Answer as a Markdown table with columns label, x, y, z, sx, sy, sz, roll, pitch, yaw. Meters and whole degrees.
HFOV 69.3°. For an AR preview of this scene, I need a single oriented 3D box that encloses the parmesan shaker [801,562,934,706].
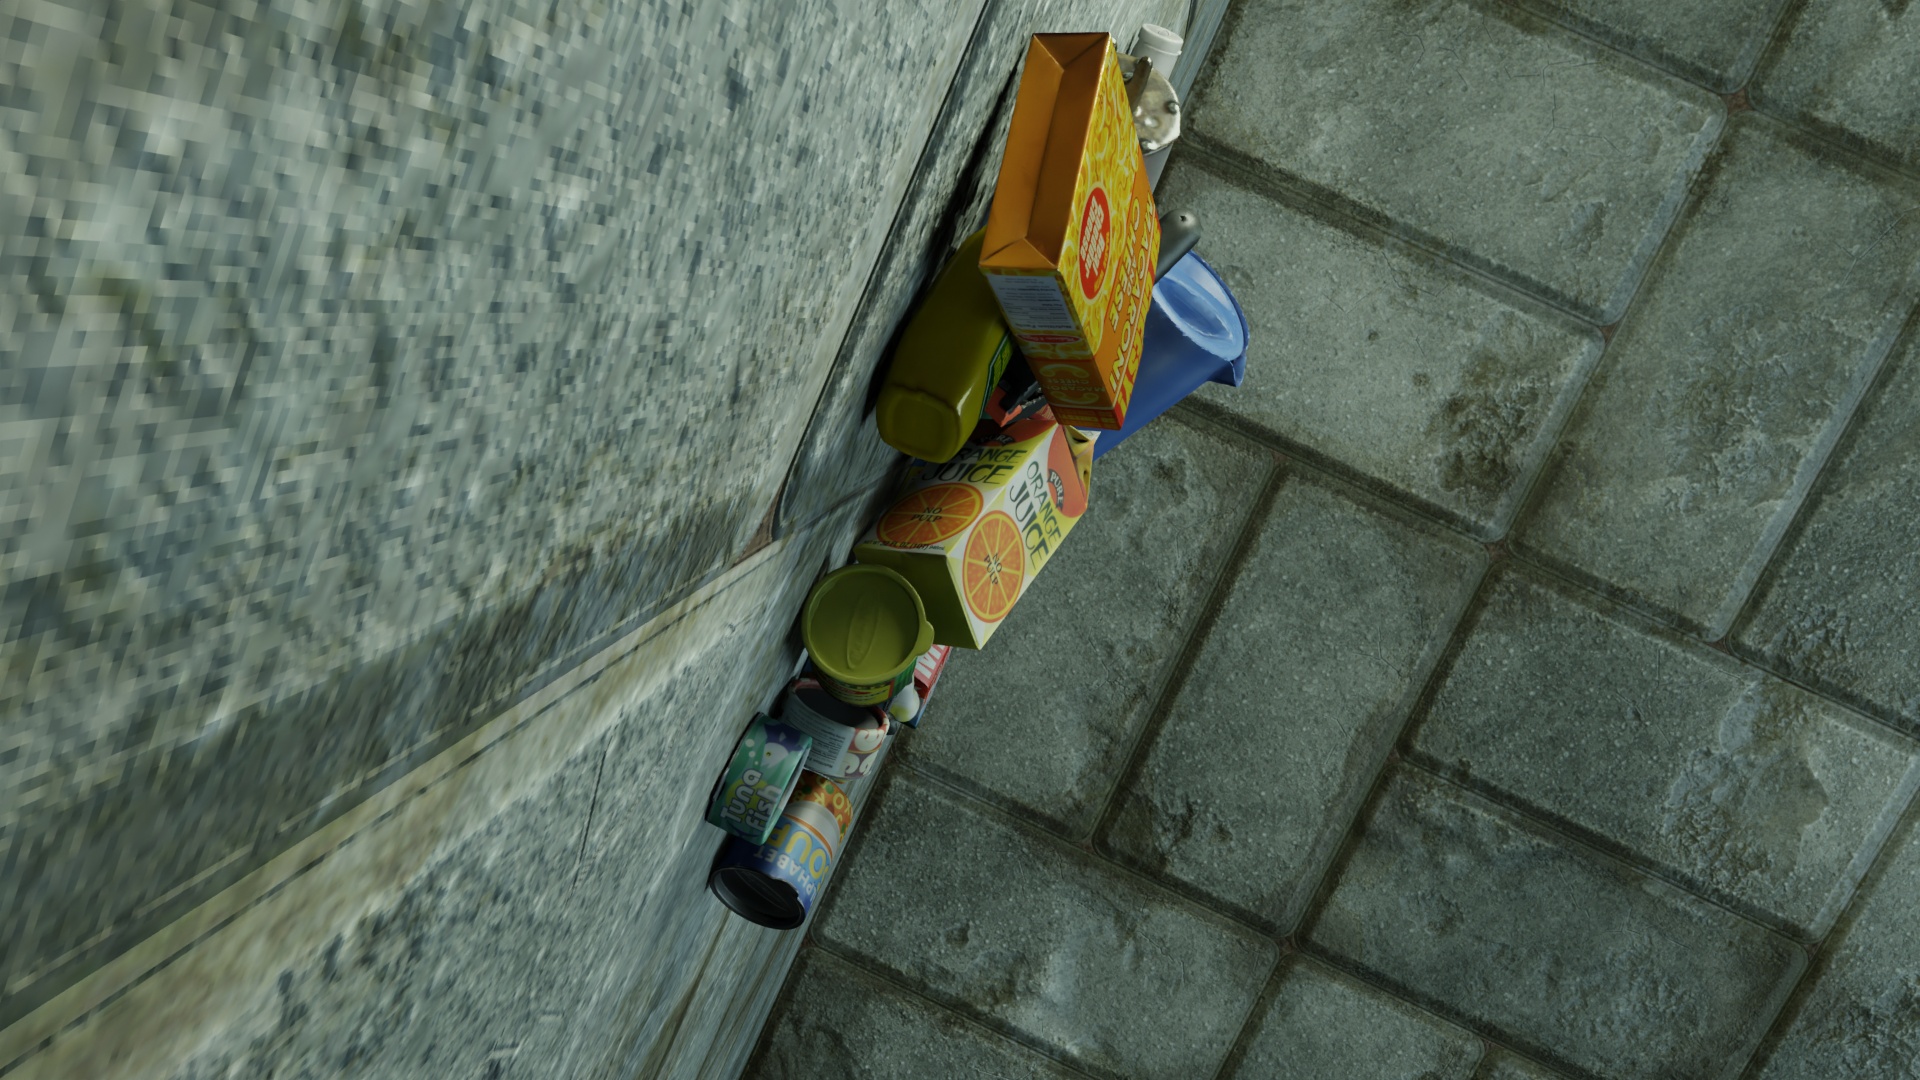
| label | x | y | z | sx | sy | sz | roll | pitch | yaw |
| --- | --- | --- | --- | --- | --- | --- | --- | --- | --- |
| parmesan shaker | -0.052 | 0.057 | 0.788 | 0.103 | 0.071 | 0.071 | 104 | 11 | -75 |

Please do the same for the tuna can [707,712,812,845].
| label | x | y | z | sx | sy | sz | roll | pitch | yaw |
| --- | --- | --- | --- | --- | --- | --- | --- | --- | --- |
| tuna can | -0.109 | 0.131 | 0.758 | 0.071 | 0.033 | 0.071 | 15 | 99 | -88 |

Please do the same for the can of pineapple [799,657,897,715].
| label | x | y | z | sx | sy | sz | roll | pitch | yaw |
| --- | --- | --- | --- | --- | --- | --- | --- | --- | --- |
| can of pineapple | -0.068 | 0.087 | 0.897 | 0.071 | 0.058 | 0.071 | 18 | 97 | -87 |

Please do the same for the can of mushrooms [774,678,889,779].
| label | x | y | z | sx | sy | sz | roll | pitch | yaw |
| --- | --- | --- | --- | --- | --- | --- | --- | --- | --- |
| can of mushrooms | -0.078 | 0.112 | 0.835 | 0.071 | 0.071 | 0.033 | -53 | 166 | -77 |

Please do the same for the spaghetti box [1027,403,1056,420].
| label | x | y | z | sx | sy | sz | roll | pitch | yaw |
| --- | --- | --- | --- | --- | --- | --- | --- | --- | --- |
| spaghetti box | 0.038 | -0.109 | 0.884 | 0.050 | 0.029 | 0.250 | -54 | 166 | 7 |

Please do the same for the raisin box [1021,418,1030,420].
| label | x | y | z | sx | sy | sz | roll | pitch | yaw |
| --- | --- | --- | --- | --- | --- | --- | --- | --- | --- |
| raisin box | 0.065 | -0.149 | 1.144 | 0.085 | 0.040 | 0.124 | 109 | -13 | -69 |

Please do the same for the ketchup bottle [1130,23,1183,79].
| label | x | y | z | sx | sy | sz | roll | pitch | yaw |
| --- | --- | --- | --- | --- | --- | --- | --- | --- | --- |
| ketchup bottle | 0.139 | -0.350 | 1.154 | 0.065 | 0.043 | 0.148 | -62 | 176 | -59 |

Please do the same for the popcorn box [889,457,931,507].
| label | x | y | z | sx | sy | sz | roll | pitch | yaw |
| --- | --- | --- | --- | --- | --- | --- | --- | --- | --- |
| popcorn box | 0.003 | -0.012 | 0.978 | 0.085 | 0.038 | 0.126 | -65 | 144 | -30 |

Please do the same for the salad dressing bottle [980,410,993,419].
| label | x | y | z | sx | sy | sz | roll | pitch | yaw |
| --- | --- | --- | --- | --- | --- | --- | --- | --- | --- |
| salad dressing bottle | 0.017 | -0.096 | 1.086 | 0.147 | 0.044 | 0.064 | 101 | 10 | -74 |

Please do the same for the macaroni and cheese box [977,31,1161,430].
| label | x | y | z | sx | sy | sz | roll | pitch | yaw |
| --- | --- | --- | --- | --- | --- | --- | --- | --- | --- |
| macaroni and cheese box | 0.060 | -0.143 | 0.678 | 0.166 | 0.040 | 0.124 | 51 | 49 | -64 |

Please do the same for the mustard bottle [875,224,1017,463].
| label | x | y | z | sx | sy | sz | roll | pitch | yaw |
| --- | --- | --- | --- | --- | --- | --- | --- | --- | --- |
| mustard bottle | 0.008 | -0.113 | 0.685 | 0.065 | 0.049 | 0.161 | 105 | 9 | -57 |

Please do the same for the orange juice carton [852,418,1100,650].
| label | x | y | z | sx | sy | sz | roll | pitch | yaw |
| --- | --- | --- | --- | --- | --- | --- | --- | --- | --- |
| orange juice carton | 0.019 | -0.020 | 0.895 | 0.194 | 0.072 | 0.072 | -50 | 132 | -41 |

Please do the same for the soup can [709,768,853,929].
| label | x | y | z | sx | sy | sz | roll | pitch | yaw |
| --- | --- | --- | --- | --- | --- | --- | --- | --- | --- |
| soup can | -0.113 | 0.199 | 0.905 | 0.071 | 0.071 | 0.084 | 112 | 4 | -47 |

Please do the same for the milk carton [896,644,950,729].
| label | x | y | z | sx | sy | sz | roll | pitch | yaw |
| --- | --- | --- | --- | --- | --- | --- | --- | --- | --- |
| milk carton | -0.048 | 0.091 | 1.155 | 0.189 | 0.073 | 0.072 | 107 | 8 | -68 |
